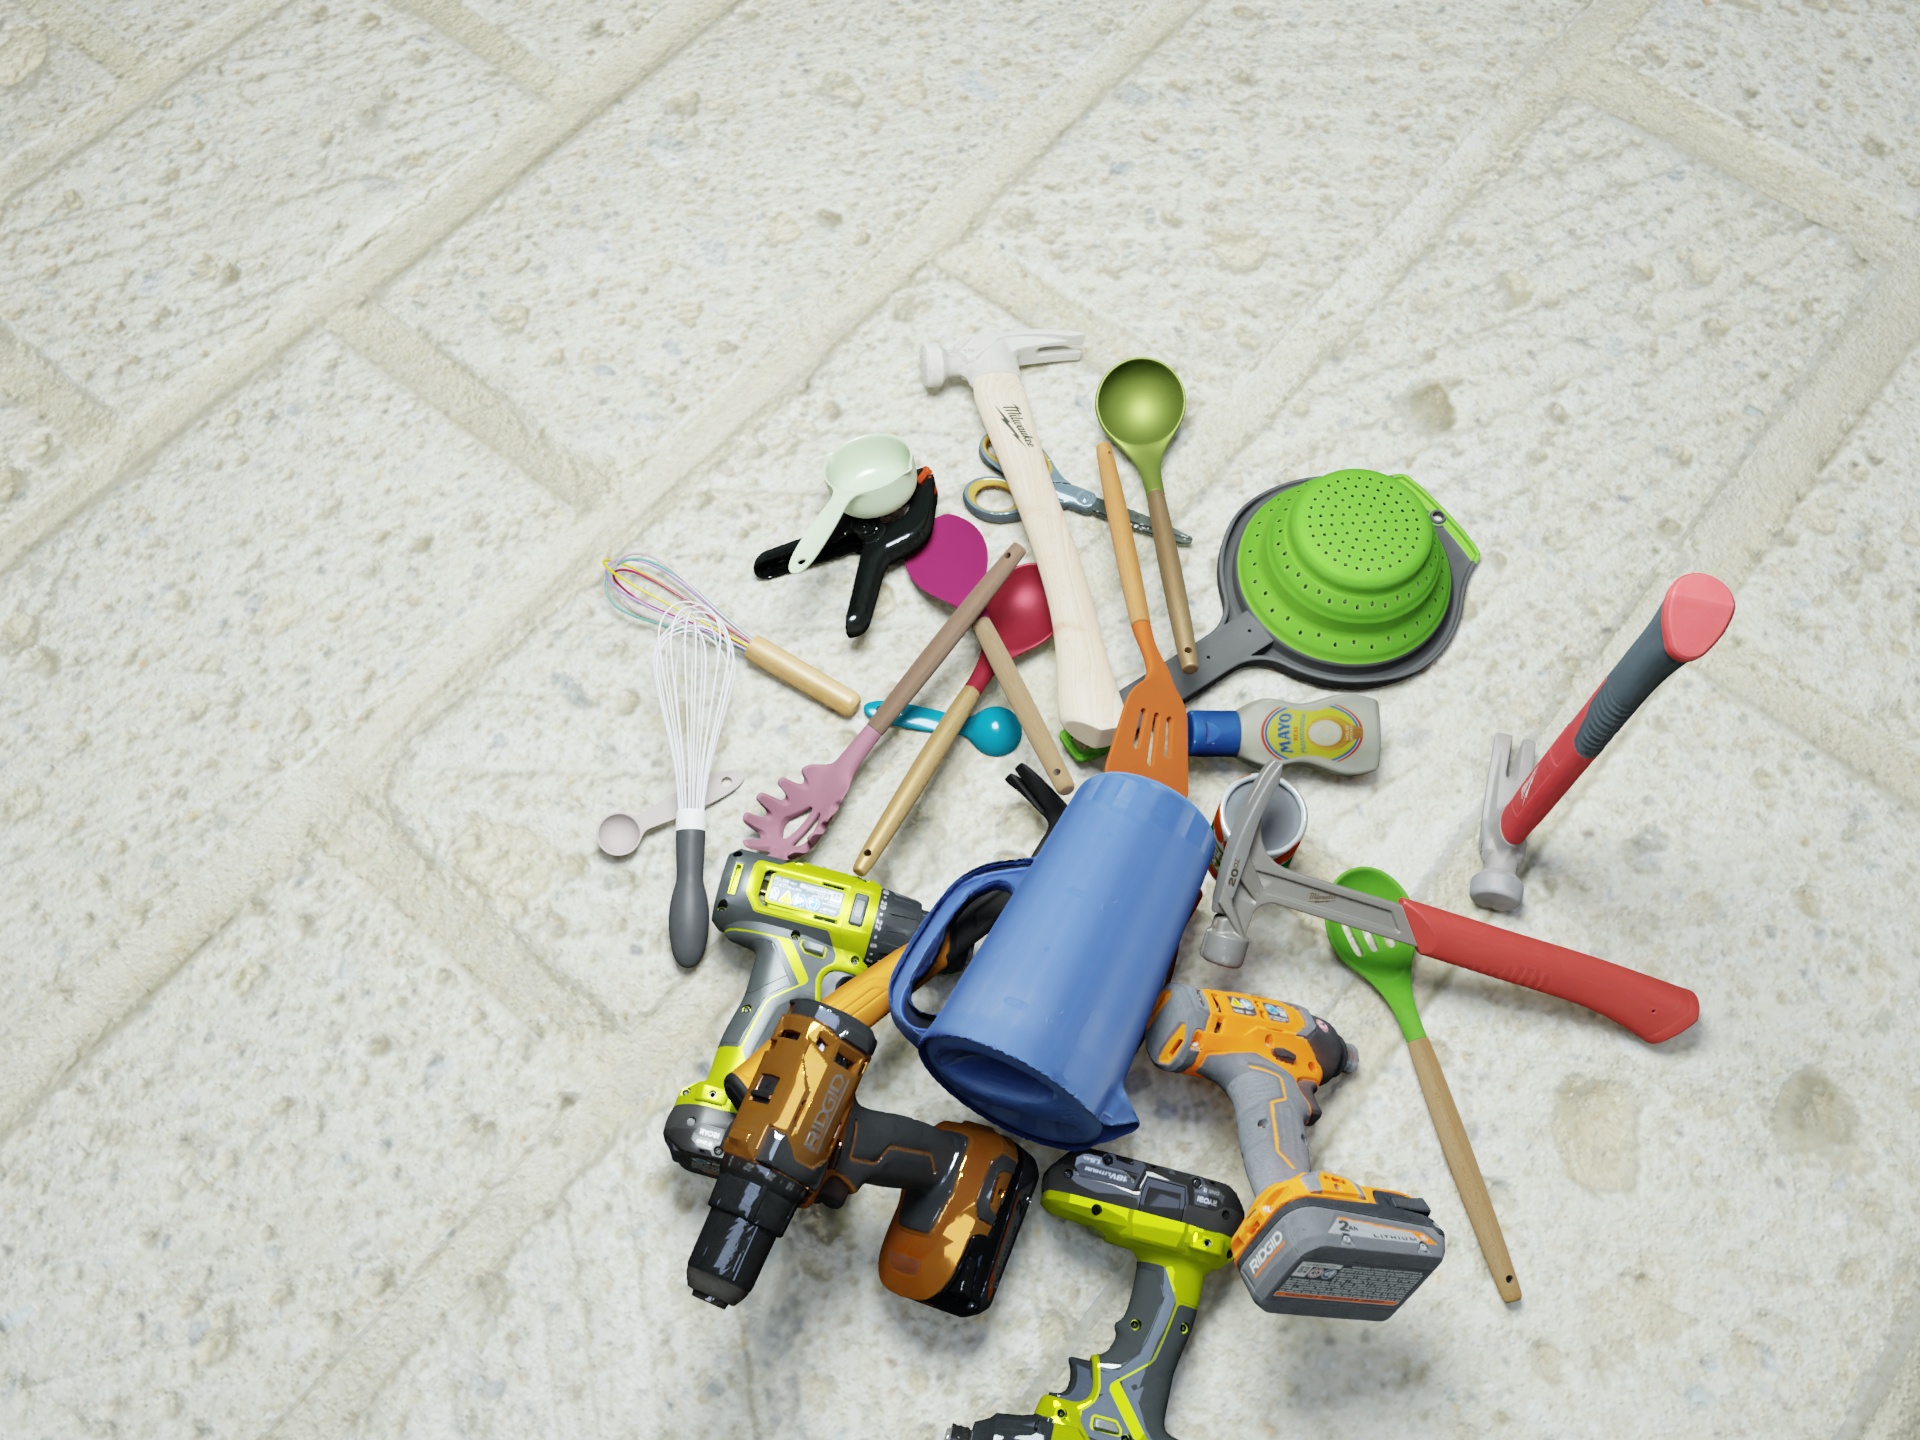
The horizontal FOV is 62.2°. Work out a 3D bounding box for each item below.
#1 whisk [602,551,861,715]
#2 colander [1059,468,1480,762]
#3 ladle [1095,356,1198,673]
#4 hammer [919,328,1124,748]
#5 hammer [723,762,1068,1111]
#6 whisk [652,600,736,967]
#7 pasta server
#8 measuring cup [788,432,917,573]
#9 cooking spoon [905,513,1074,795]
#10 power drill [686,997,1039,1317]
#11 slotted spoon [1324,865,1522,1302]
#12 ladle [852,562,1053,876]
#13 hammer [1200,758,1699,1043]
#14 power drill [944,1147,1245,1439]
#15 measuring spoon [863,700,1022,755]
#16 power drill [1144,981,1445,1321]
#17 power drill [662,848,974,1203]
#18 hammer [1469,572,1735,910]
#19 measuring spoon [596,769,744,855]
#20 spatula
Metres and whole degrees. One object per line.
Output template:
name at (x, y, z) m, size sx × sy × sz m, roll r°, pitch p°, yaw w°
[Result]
whisk at (-0.188, -0.069, 1.283) m, size 0.245 × 0.047 × 0.051 m, roll 30°, pitch 74°, yaw 10°
colander at (0.248, -0.093, 1.263) m, size 0.397 × 0.094 × 0.205 m, roll -32°, pitch 69°, yaw -14°
ladle at (0.162, -0.172, 1.291) m, size 0.078 × 0.062 × 0.320 m, roll -6°, pitch 53°, yaw 2°
hammer at (0.078, -0.162, 1.303) m, size 0.146 × 0.038 × 0.411 m, roll -9°, pitch 60°, yaw -10°
hammer at (-0.031, 0.160, 1.116) m, size 0.337 × 0.034 × 0.127 m, roll -34°, pitch 83°, yaw -32°
whisk at (-0.204, 0.045, 1.211) m, size 0.070 × 0.070 × 0.285 m, roll -2°, pitch 76°, yaw -1°
pasta server at (-0.052, -0.017, 1.228) m, size 0.060 × 0.040 × 0.316 m, roll 35°, pitch 83°, yaw 29°
measuring cup at (-0.092, -0.166, 1.287) m, size 0.083 × 0.038 × 0.168 m, roll 13°, pitch 54°, yaw 25°
cooking spoon at (0.025, -0.059, 1.245) m, size 0.069 × 0.017 × 0.319 m, roll -27°, pitch 49°, yaw 2°
power drill at (-0.064, 0.305, 1.009) m, size 0.084 × 0.226 × 0.185 m, roll -1°, pitch 56°, yaw 46°
slotted spoon at (0.334, 0.254, 1.137) m, size 0.070 × 0.031 × 0.314 m, roll -13°, pitch 67°, yaw -8°
ladle at (-0.002, -0.004, 1.237) m, size 0.069 × 0.031 × 0.315 m, roll 21°, pitch 58°, yaw 18°
hammer at (0.357, 0.148, 1.132) m, size 0.359 × 0.037 × 0.149 m, roll 17°, pitch 94°, yaw -6°
power drill at (0.093, 0.404, 1.039) m, size 0.171 × 0.080 × 0.223 m, roll 14°, pitch 68°, yaw 3°
measuring spoon at (-0.014, -0.002, 1.261) m, size 0.128 × 0.021 × 0.042 m, roll 10°, pitch 65°, yaw 3°
power drill at (0.227, 0.275, 1.051) m, size 0.164 × 0.084 × 0.227 m, roll 13°, pitch 33°, yaw -24°
power drill at (-0.101, 0.215, 1.129) m, size 0.190 × 0.080 × 0.229 m, roll 15°, pitch 63°, yaw -2°
hammer at (0.416, -0.001, 1.058) m, size 0.038 × 0.386 × 0.143 m, roll 14°, pitch 65°, yaw 7°
measuring spoon at (-0.224, 0.070, 1.235) m, size 0.124 × 0.018 × 0.034 m, roll -26°, pitch 78°, yaw -19°
spatula at (0.130, -0.089, 1.240) m, size 0.081 × 0.041 × 0.323 m, roll 16°, pitch 51°, yaw -32°
